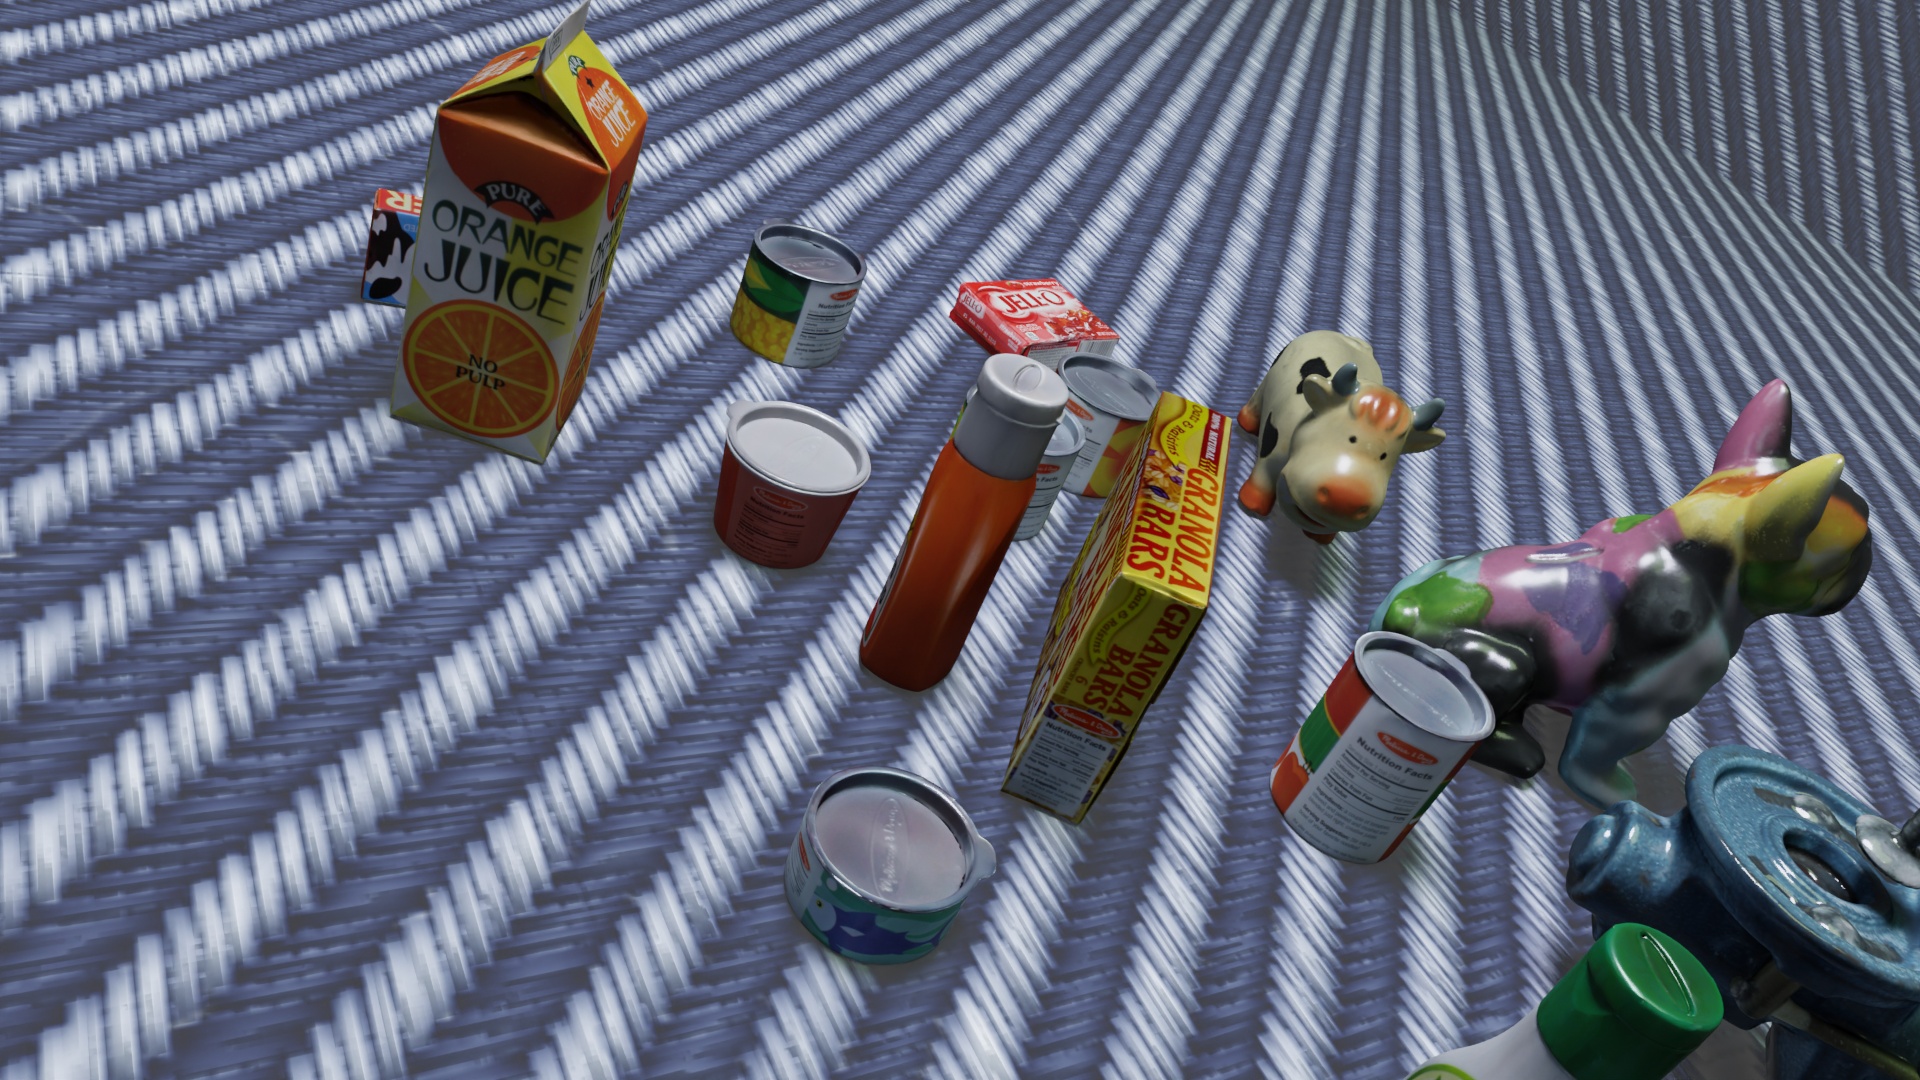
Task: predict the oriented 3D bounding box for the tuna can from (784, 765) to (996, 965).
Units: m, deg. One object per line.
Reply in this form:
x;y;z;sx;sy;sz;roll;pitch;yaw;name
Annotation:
-0.026;0.117;0.499;0.071;0.032;0.071;17;34;-11;tuna can

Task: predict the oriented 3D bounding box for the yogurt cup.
-0.081;-0.024;0.643;0.072;0.053;0.073;17;34;-11;yogurt cup

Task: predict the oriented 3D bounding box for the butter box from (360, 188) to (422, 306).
-0.245;-0.140;0.704;0.103;0.052;0.024;6;37;-25;butter box

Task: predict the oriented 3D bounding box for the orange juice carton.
-0.190;-0.138;0.607;0.073;0.191;0.072;18;33;-9;orange juice carton

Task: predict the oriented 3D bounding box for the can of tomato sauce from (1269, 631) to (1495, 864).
0.187;0.092;0.622;0.071;0.082;0.071;17;34;-11;can of tomato sauce

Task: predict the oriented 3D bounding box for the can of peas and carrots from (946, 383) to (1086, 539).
0.024;-0.044;0.733;0.071;0.058;0.071;17;34;-11;can of peas and carrots

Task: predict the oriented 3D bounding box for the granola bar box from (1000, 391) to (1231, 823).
0.072;0.024;0.608;0.039;0.123;0.166;24;33;0;granola bar box

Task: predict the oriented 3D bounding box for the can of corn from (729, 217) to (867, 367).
-0.095;-0.142;0.796;0.071;0.058;0.071;17;34;-11;can of corn

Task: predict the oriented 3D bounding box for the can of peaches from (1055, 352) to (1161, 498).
0.077;-0.066;0.799;0.071;0.057;0.071;17;34;-11;can of peaches

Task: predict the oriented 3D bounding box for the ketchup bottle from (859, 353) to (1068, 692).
0.002;-0.007;0.586;0.043;0.148;0.065;26;33;3;ketchup bottle

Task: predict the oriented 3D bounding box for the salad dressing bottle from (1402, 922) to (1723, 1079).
0.176;0.178;0.435;0.044;0.146;0.064;14;34;-15;salad dressing bottle
